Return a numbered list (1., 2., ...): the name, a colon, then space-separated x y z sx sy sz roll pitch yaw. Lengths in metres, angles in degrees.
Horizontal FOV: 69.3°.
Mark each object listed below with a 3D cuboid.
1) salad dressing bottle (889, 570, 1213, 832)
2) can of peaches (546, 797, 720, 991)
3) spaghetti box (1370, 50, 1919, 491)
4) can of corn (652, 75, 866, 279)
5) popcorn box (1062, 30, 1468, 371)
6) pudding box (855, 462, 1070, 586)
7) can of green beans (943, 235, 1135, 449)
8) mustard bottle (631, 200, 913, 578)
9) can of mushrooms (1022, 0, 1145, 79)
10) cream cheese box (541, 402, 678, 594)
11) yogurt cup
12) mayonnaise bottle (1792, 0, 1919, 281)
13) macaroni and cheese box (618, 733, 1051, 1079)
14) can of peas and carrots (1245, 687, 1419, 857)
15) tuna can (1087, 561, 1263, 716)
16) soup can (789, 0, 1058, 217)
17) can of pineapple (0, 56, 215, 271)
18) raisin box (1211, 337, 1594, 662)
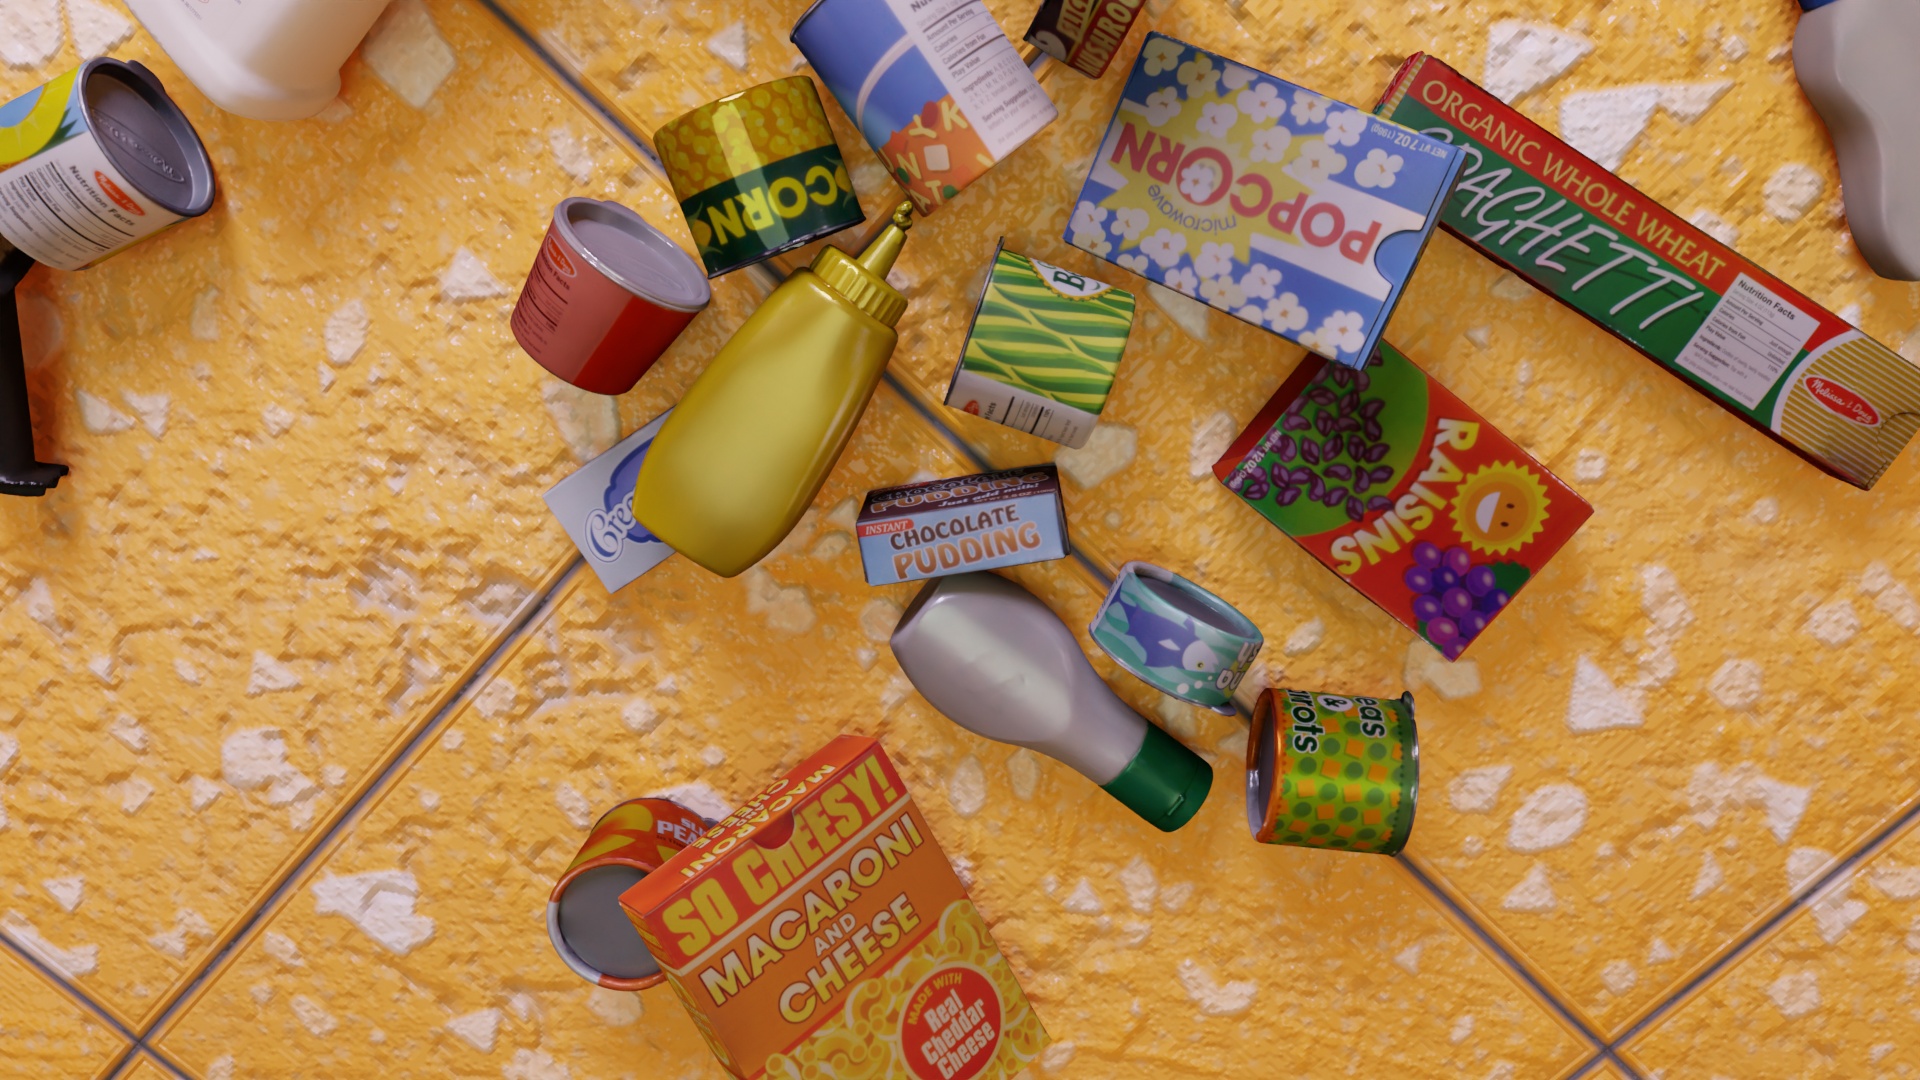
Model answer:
1. salad dressing bottle: 0.041 0.070 0.596 0.147 0.044 0.064 37 103 -8
2. can of peaches: -0.141 0.156 0.618 0.071 0.058 0.071 1 105 3
3. spaghetti box: 0.266 -0.105 0.546 0.250 0.029 0.050 30 104 -5
4. can of corn: -0.077 -0.139 0.533 0.071 0.071 0.058 -19 102 8
5. popcorn box: 0.112 -0.127 0.523 0.127 0.038 0.085 28 104 18
6. pudding box: 0.002 -0.007 0.574 0.084 0.050 0.030 -8 106 6
7. can of green beans: 0.031 -0.075 0.546 0.058 0.071 0.071 19 105 -3
8. mustard bottle: -0.063 -0.063 0.538 0.065 0.049 0.160 36 100 -8
9. can of mushrooms: 0.052 -0.205 0.509 0.033 0.071 0.071 29 104 -6
10. cream cheese box: -0.120 -0.027 0.588 0.103 0.024 0.053 -33 99 10
11. yogurt cup: -0.142 -0.095 0.552 0.072 0.073 0.053 37 112 -7
12. mayonnaise bottle: 0.349 -0.174 0.519 0.065 0.041 0.148 -29 100 8
13. macaroni and cheese box: -0.049 0.187 0.599 0.124 0.040 0.166 -35 103 -28
14. can of peas and carrots: 0.155 0.095 0.583 0.059 0.071 0.070 5 105 2
15. tuna can: 0.091 0.039 0.571 0.071 0.071 0.032 27 104 -4
16. soup can: -0.015 -0.174 0.525 0.071 0.071 0.083 -35 101 11
17. can of pineapple: -0.342 -0.148 0.548 0.058 0.071 0.071 -22 103 8
18. raisin box: 0.178 -0.021 0.567 0.123 0.040 0.086 37 102 -5
